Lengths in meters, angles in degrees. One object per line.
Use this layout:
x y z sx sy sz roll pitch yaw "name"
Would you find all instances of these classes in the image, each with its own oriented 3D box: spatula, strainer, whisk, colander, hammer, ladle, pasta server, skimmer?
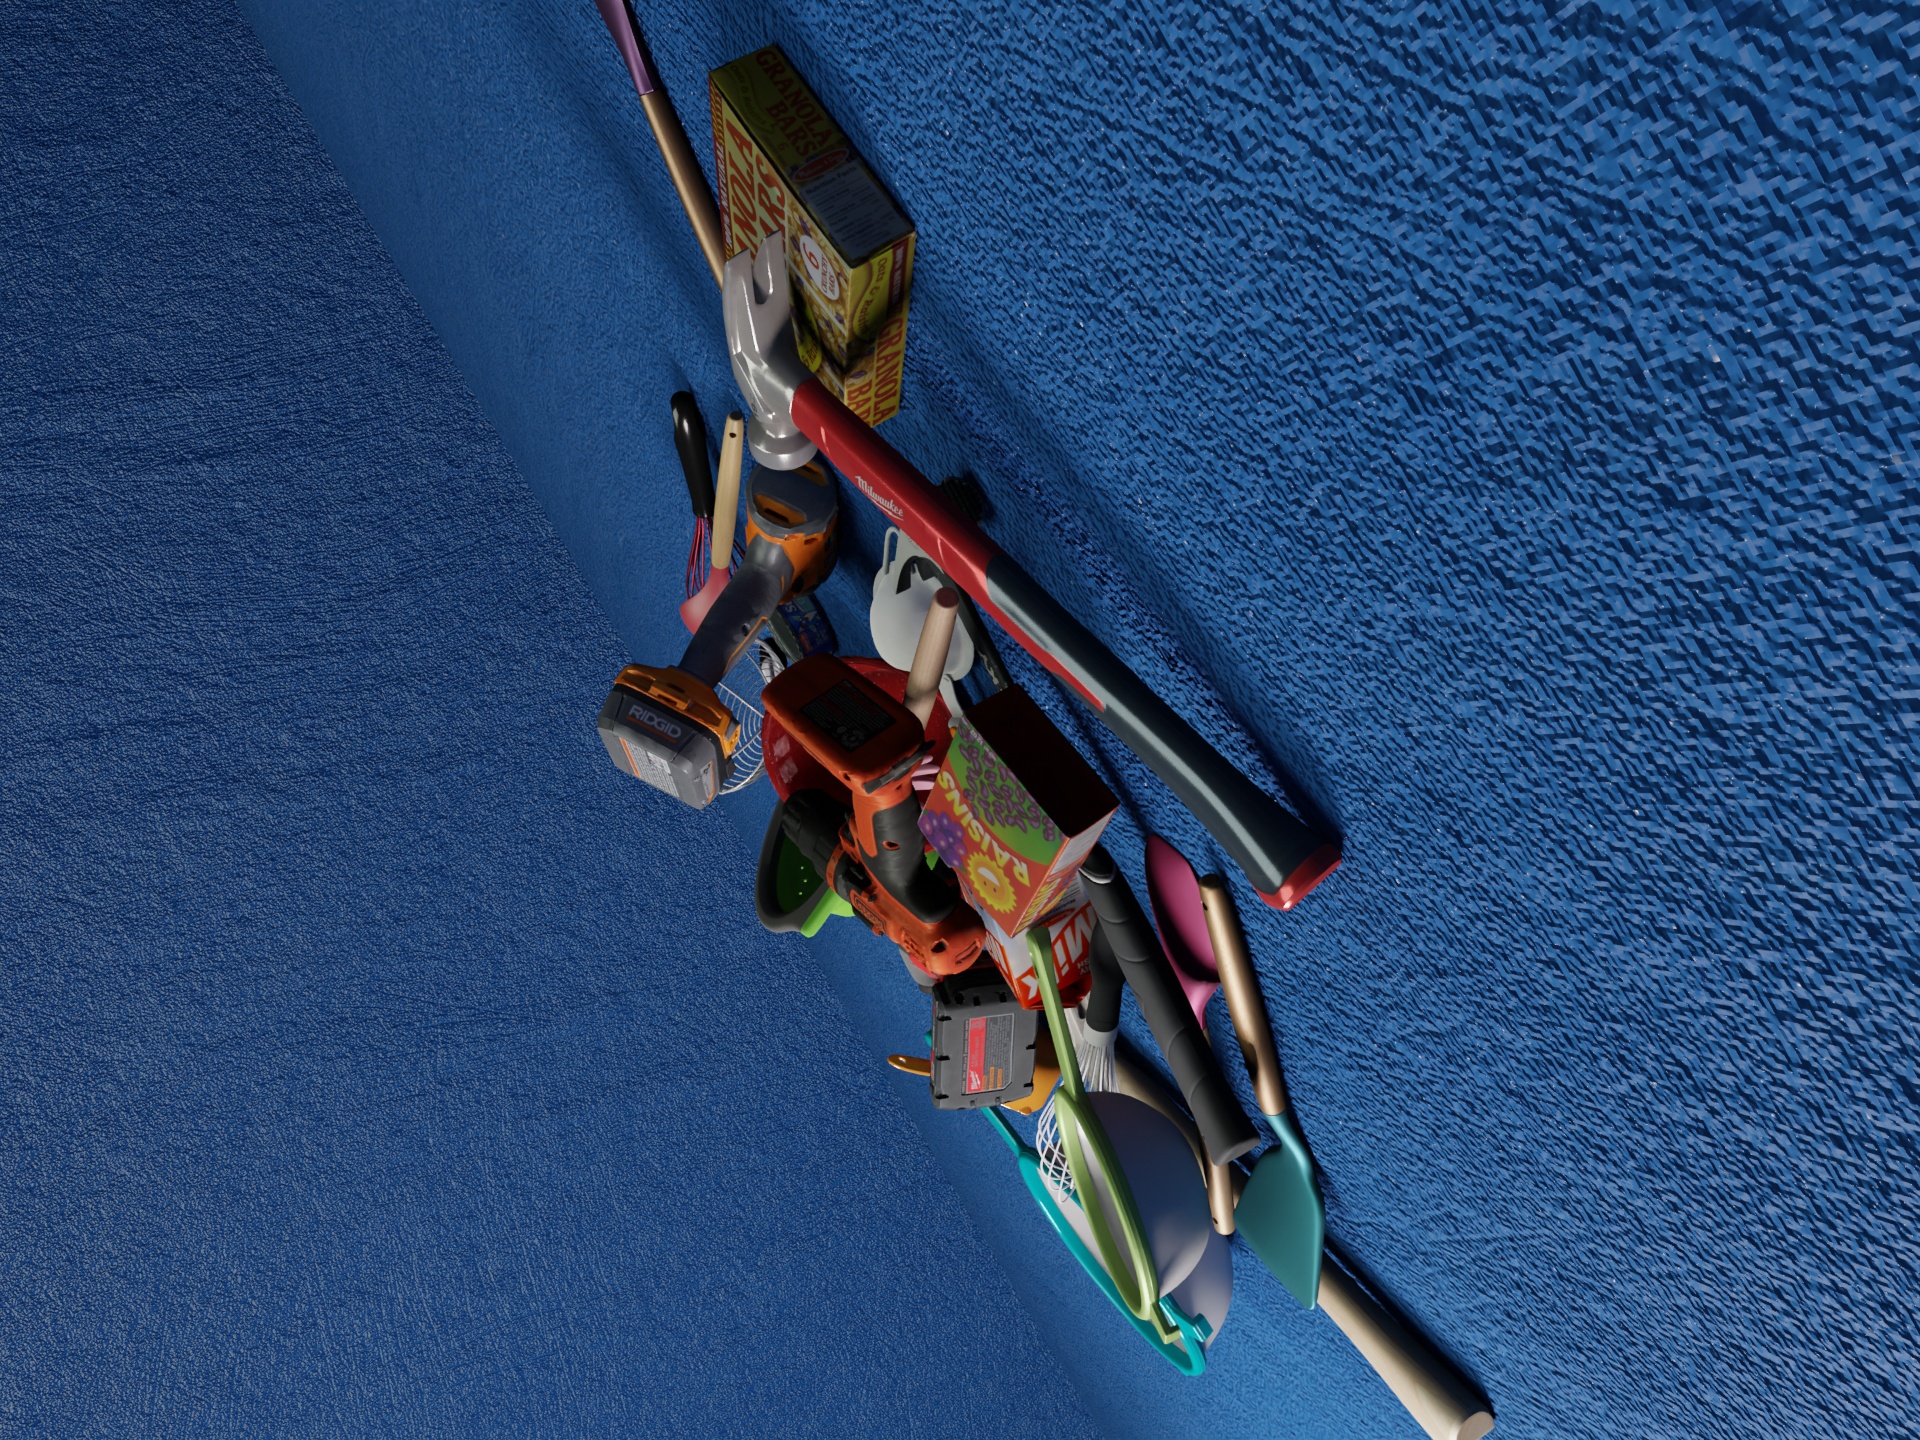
0.164 0.208 0.898 0.082 0.044 0.317 43 159 52 "spatula"
-0.173 -0.345 0.937 0.060 0.018 0.315 37 153 58 "spatula"
0.107 0.355 1.275 0.341 0.095 0.210 47 163 25 "strainer"
-0.221 -0.172 1.400 0.073 0.073 0.295 49 158 32 "whisk"
-0.092 0.053 1.345 0.094 0.204 0.397 27 -163 -23 "colander"
0.064 0.064 0.889 0.409 0.036 0.149 64 168 -1 "hammer"
-0.195 -0.147 1.316 0.315 0.069 0.031 110 171 -57 "ladle"
0.092 0.229 1.071 0.070 0.070 0.284 46 144 41 "whisk"
-0.021 0.004 0.942 0.040 0.060 0.316 15 155 -2 "pasta server"
-0.002 -0.003 1.024 0.087 0.050 0.258 7 133 49 "strainer"
0.191 0.316 1.056 0.411 0.038 0.146 38 155 53 "hammer"
0.103 0.245 1.004 0.151 0.069 0.256 -157 51 -78 "strainer"
-0.192 -0.034 1.378 0.363 0.090 0.127 -121 33 -75 "skimmer"
0.022 -0.066 0.723 0.387 0.038 0.143 45 159 21 "hammer"

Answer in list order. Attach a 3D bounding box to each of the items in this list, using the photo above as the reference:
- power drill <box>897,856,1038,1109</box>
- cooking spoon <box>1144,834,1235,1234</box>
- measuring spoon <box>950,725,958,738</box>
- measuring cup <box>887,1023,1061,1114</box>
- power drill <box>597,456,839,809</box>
-0.006 0.205 1.281 0.220 0.078 0.143 -118 27 -60 "power drill"
0.142 0.199 0.947 0.069 0.017 0.318 40 150 52 "cooking spoon"
0.017 0.036 0.920 0.117 0.011 0.021 49 162 50 "measuring spoon"
0.016 0.288 1.382 0.173 0.052 0.095 17 -159 -37 "measuring cup"
-0.154 -0.058 1.095 0.084 0.226 0.164 27 163 4 "power drill"
